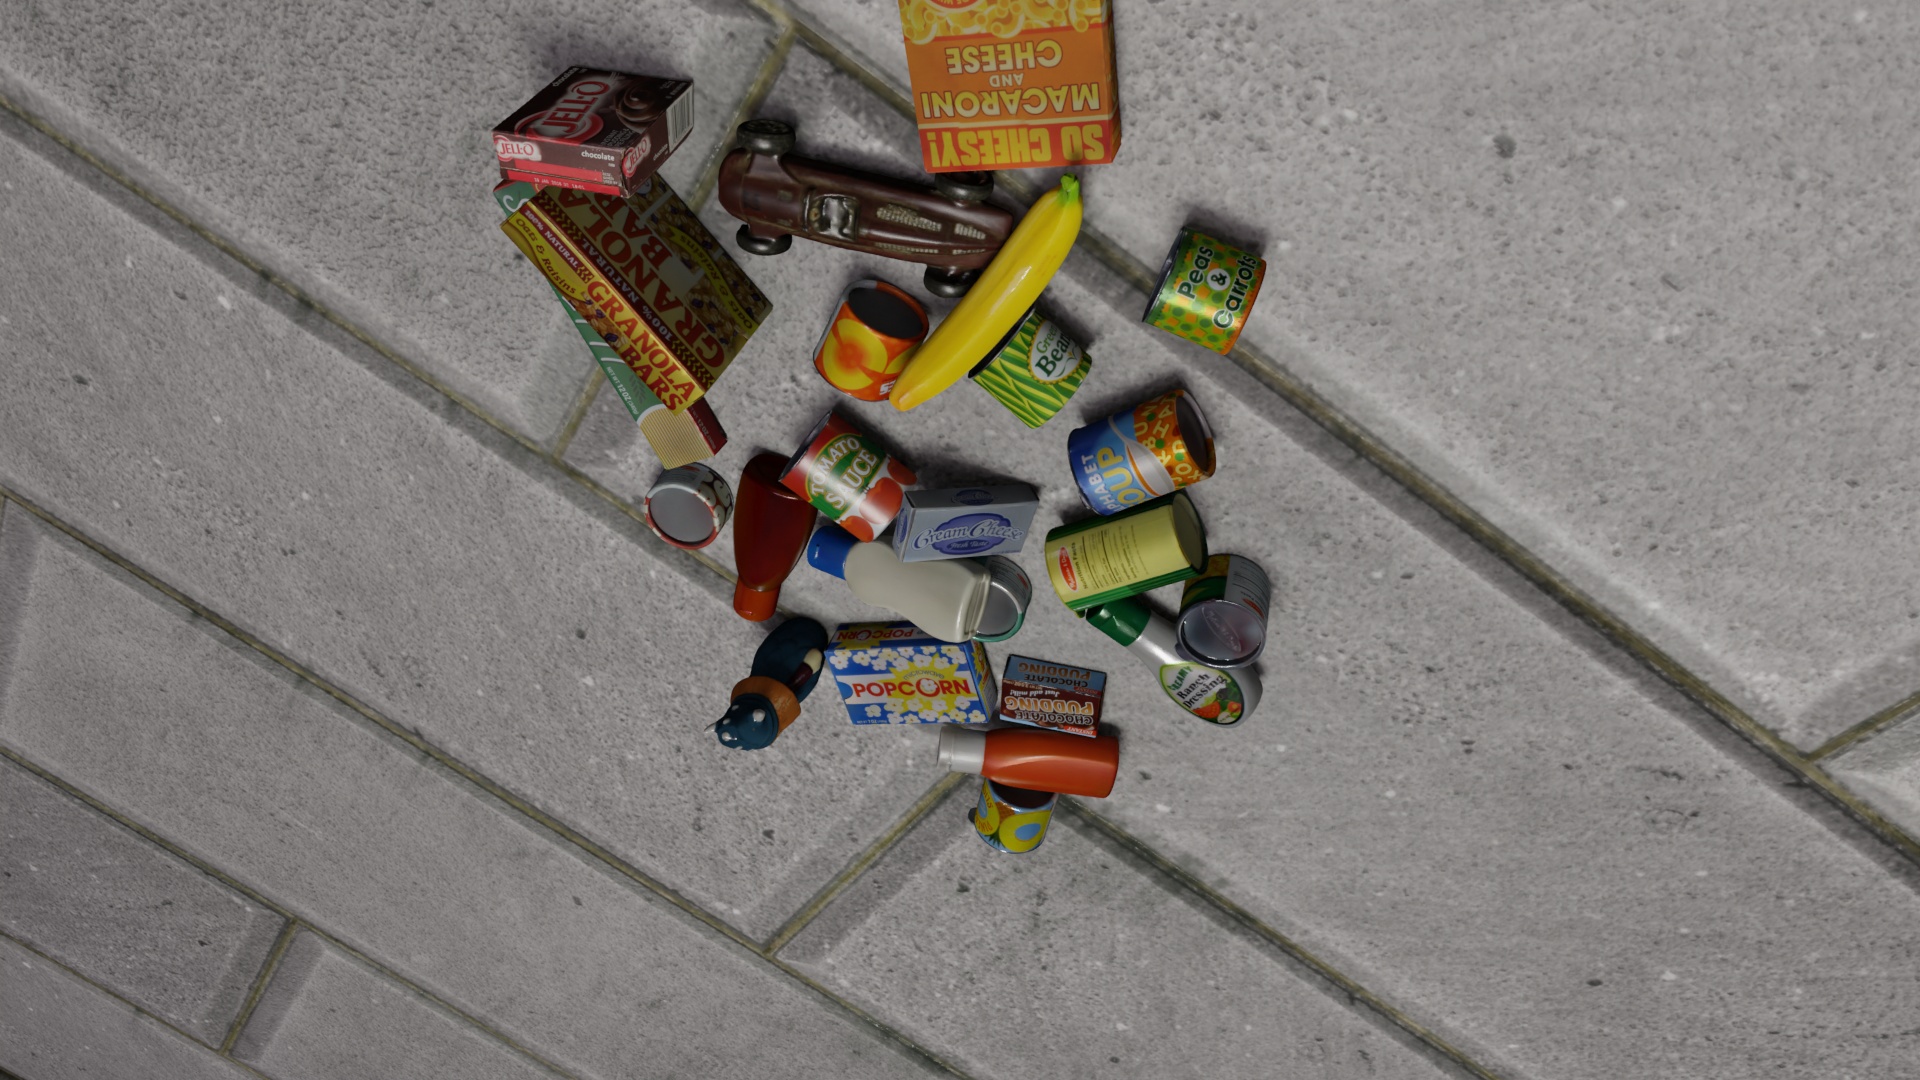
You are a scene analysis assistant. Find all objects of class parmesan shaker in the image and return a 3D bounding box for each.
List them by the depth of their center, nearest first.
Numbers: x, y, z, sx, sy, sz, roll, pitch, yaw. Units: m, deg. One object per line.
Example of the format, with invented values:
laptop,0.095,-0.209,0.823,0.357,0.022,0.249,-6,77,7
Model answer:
parmesan shaker,0.123,0.011,1.022,0.103,0.072,0.071,-18,118,27

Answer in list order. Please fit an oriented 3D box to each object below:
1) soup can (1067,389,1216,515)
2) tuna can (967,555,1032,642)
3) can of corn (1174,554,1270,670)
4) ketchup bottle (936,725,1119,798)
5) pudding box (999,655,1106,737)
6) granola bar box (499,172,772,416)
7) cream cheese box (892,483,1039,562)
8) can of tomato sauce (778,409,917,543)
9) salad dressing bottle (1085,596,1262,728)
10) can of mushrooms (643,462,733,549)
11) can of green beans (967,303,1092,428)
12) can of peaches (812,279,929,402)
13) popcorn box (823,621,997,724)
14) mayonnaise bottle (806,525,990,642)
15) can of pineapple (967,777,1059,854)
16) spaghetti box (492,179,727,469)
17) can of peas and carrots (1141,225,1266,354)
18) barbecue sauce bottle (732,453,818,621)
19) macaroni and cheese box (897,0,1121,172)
soup can,0.126,-0.059,0.967,0.083,0.072,0.071,-20,117,29
tuna can,0.020,0.048,1.104,0.071,0.033,0.070,8,127,11
can of corn,0.195,0.054,1.037,0.071,0.058,0.070,8,127,11
ketchup bottle,0.055,0.183,1.167,0.149,0.044,0.064,7,140,-3
pudding box,0.076,0.129,1.148,0.084,0.030,0.049,11,129,10
granola bar box,-0.215,-0.184,0.948,0.039,0.125,0.165,-28,114,33
cream cheese box,0.004,-0.013,1.035,0.104,0.024,0.053,-4,133,-24
can of tomato sauce,-0.084,-0.047,1.043,0.083,0.071,0.071,37,127,-12
salad dressing bottle,0.165,0.088,1.081,0.147,0.044,0.064,35,129,-9
can of mushrooms,-0.220,-0.026,1.125,0.071,0.034,0.070,8,127,11
can of green beans,0.048,-0.119,0.951,0.058,0.071,0.071,39,127,-13
can of peaches,-0.060,-0.139,0.970,0.071,0.071,0.057,28,128,-4
popcorn box,-0.040,0.111,1.166,0.126,0.038,0.084,-4,125,20
mayonnaise bottle,-0.050,0.027,1.081,0.148,0.041,0.064,21,105,26
can of pineapple,0.047,0.228,1.206,0.071,0.071,0.057,17,128,5
spaghetti box,-0.258,-0.164,1.037,0.050,0.029,0.249,-14,120,25
can of peas and carrots,0.156,-0.159,0.885,0.059,0.071,0.070,22,129,-1
barbecue sauce bottle,-0.155,0.003,1.119,0.065,0.044,0.147,24,129,6
macaroni and cheese box,0.029,-0.310,0.833,0.124,0.040,0.165,2,125,16
